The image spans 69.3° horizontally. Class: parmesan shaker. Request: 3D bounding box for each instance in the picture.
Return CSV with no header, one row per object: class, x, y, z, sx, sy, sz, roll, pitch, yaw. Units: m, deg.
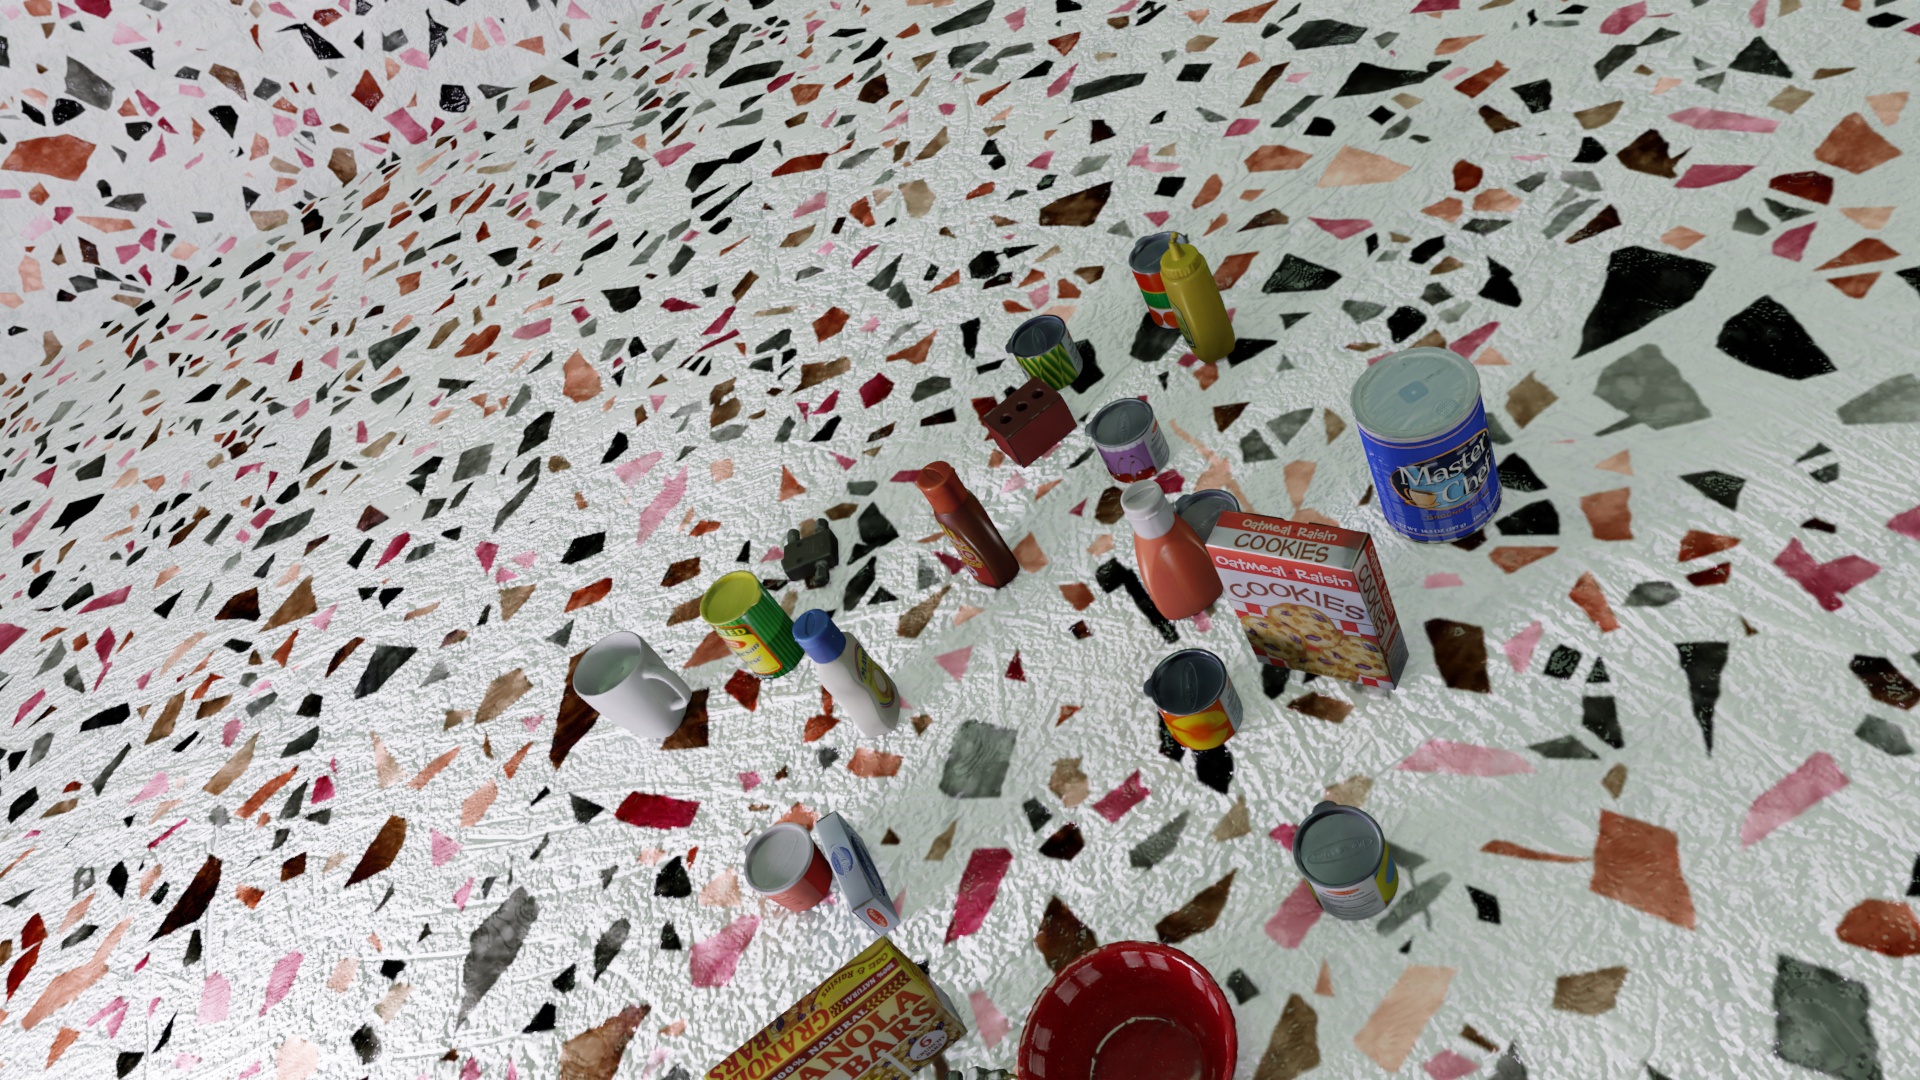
parmesan shaker,-0.206,0.087,1.401,0.071,0.102,0.072,-16,46,17

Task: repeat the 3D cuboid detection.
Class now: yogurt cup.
yogurt cup,-0.148,0.290,1.220,0.072,0.053,0.073,-16,45,17

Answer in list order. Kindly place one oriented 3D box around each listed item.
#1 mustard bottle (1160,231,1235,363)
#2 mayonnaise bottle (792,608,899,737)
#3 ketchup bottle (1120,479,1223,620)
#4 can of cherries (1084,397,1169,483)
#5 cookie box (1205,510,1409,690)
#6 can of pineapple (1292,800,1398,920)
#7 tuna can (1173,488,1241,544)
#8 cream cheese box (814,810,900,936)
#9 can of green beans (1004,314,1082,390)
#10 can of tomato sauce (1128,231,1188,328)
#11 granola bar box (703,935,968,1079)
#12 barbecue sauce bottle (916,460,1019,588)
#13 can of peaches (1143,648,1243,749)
mustard bottle,0.235,-0.253,1.414,0.049,0.159,0.065,-29,43,4
mayonnaise bottle,-0.104,0.119,1.280,0.041,0.147,0.065,-18,45,16
ketchup bottle,0.181,0.008,1.217,0.065,0.148,0.044,-29,43,4
can of cherries,0.167,-0.099,1.388,0.071,0.058,0.072,-16,45,17
cookie box,0.279,0.048,1.110,0.123,0.166,0.040,10,58,36
can of pineapple,0.283,0.235,1.019,0.071,0.057,0.071,-16,45,17
tuna can,0.230,-0.014,1.293,0.071,0.032,0.071,-16,45,17
cream cheese box,-0.089,0.285,1.191,0.024,0.053,0.104,-34,43,-1
can of green beans,0.094,-0.205,1.526,0.071,0.057,0.071,-16,45,17
can of tomato sauce,0.224,-0.282,1.502,0.071,0.082,0.071,-16,45,17
granola bar box,-0.090,0.387,1.048,0.166,0.123,0.039,-37,43,-5
barbecue sauce bottle,0.005,-0.017,1.341,0.044,0.148,0.065,-45,44,-13
can of peaches,0.195,0.133,1.161,0.071,0.058,0.071,-16,45,17
